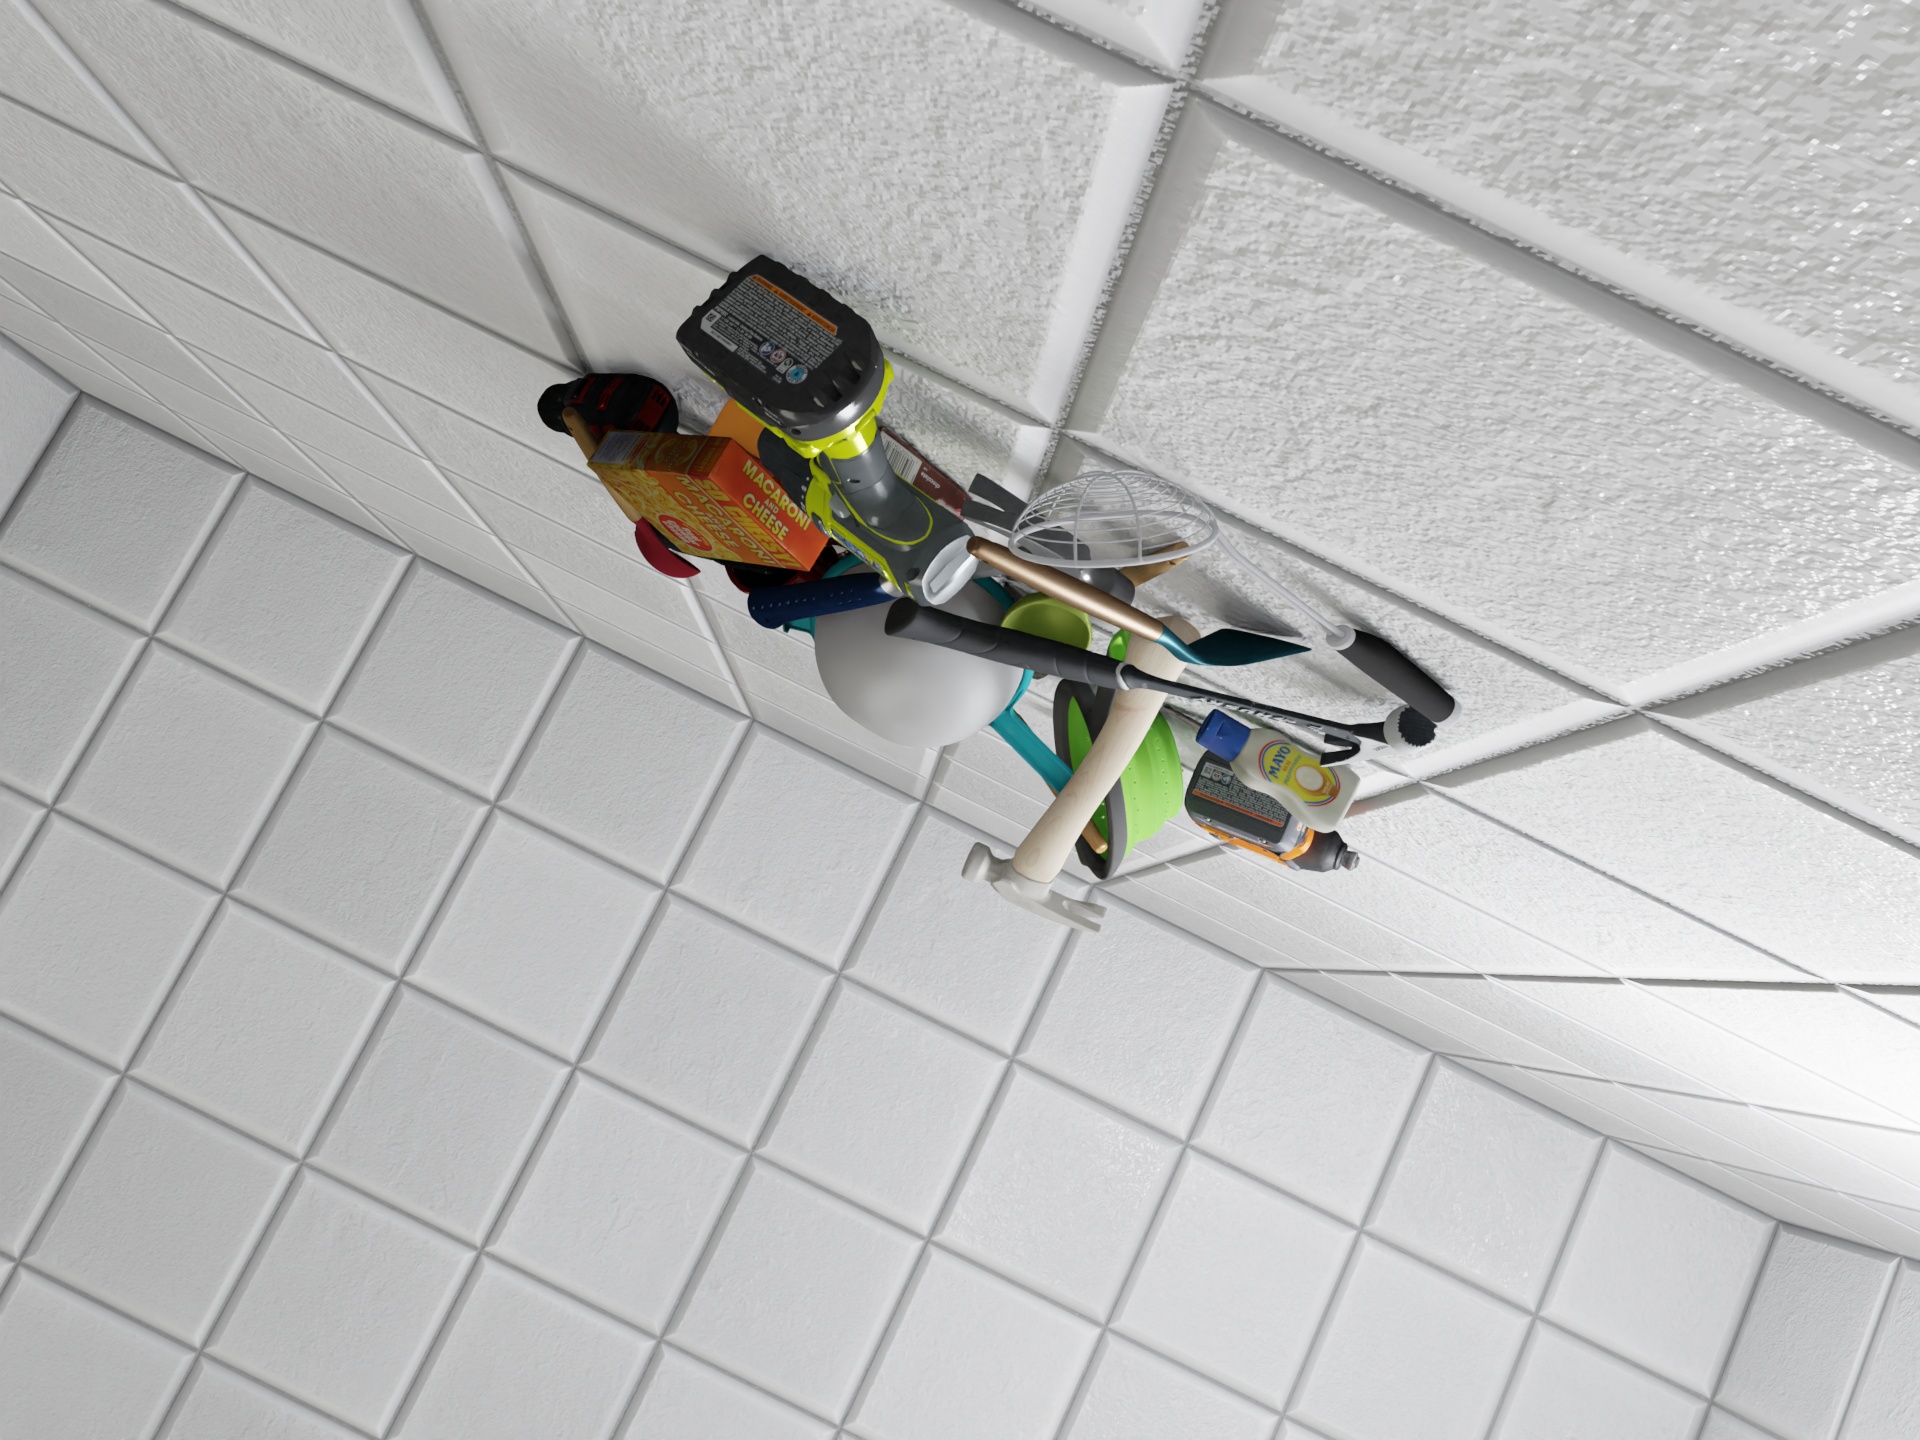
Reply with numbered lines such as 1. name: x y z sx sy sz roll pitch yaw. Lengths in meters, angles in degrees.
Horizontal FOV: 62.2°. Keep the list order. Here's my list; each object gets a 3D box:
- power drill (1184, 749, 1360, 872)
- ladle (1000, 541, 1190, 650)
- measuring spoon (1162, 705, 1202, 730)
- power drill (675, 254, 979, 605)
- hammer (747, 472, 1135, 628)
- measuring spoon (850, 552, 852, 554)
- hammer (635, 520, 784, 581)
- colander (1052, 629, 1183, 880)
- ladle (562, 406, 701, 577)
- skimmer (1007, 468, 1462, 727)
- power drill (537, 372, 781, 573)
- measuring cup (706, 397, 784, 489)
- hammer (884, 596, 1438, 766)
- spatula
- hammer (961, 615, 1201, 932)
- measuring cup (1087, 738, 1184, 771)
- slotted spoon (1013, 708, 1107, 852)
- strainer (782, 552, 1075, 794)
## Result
1. power drill: 0.324 0.104 1.637 0.164 0.084 0.226 21 174 22
2. ladle: 0.105 -0.089 1.228 0.078 0.062 0.320 21 170 -12
3. measuring spoon: 0.249 0.009 1.524 0.124 0.018 0.034 29 173 26
4. power drill: -0.091 -0.185 1.021 0.191 0.080 0.228 39 170 28
5. hammer: -0.051 -0.111 1.244 0.144 0.035 0.405 35 157 -32
6. measuring spoon: -0.101 -0.144 1.524 0.021 0.042 0.128 25 173 -5
7. hammer: -0.266 -0.185 1.709 0.146 0.035 0.335 31 174 -39
8. colander: 0.166 0.014 1.510 0.094 0.205 0.396 -11 155 -8
9. ladle: -0.290 -0.192 1.387 0.069 0.031 0.315 32 168 14
10. skimmer: 0.193 -0.058 1.036 0.363 0.090 0.127 30 -178 -29
11. power drill: -0.258 -0.226 1.401 0.188 0.080 0.226 15 163 49
12. measuring cup: -0.120 -0.197 1.252 0.173 0.052 0.095 31 170 -38
13. hammer: 0.143 -0.030 1.209 0.409 0.036 0.149 14 169 -6
14. spatula: 0.118 -0.079 1.079 0.317 0.044 0.082 19 180 -44
15. hammer: 0.125 0.055 1.397 0.146 0.038 0.410 24 140 -1
16. measuring cup: 0.180 0.039 1.807 0.157 0.029 0.062 23 171 29
17. slotted spoon: 0.066 0.016 1.594 0.070 0.031 0.314 43 -169 -52
18. strainer: -0.002 -0.005 1.427 0.211 0.095 0.340 -29 117 38
